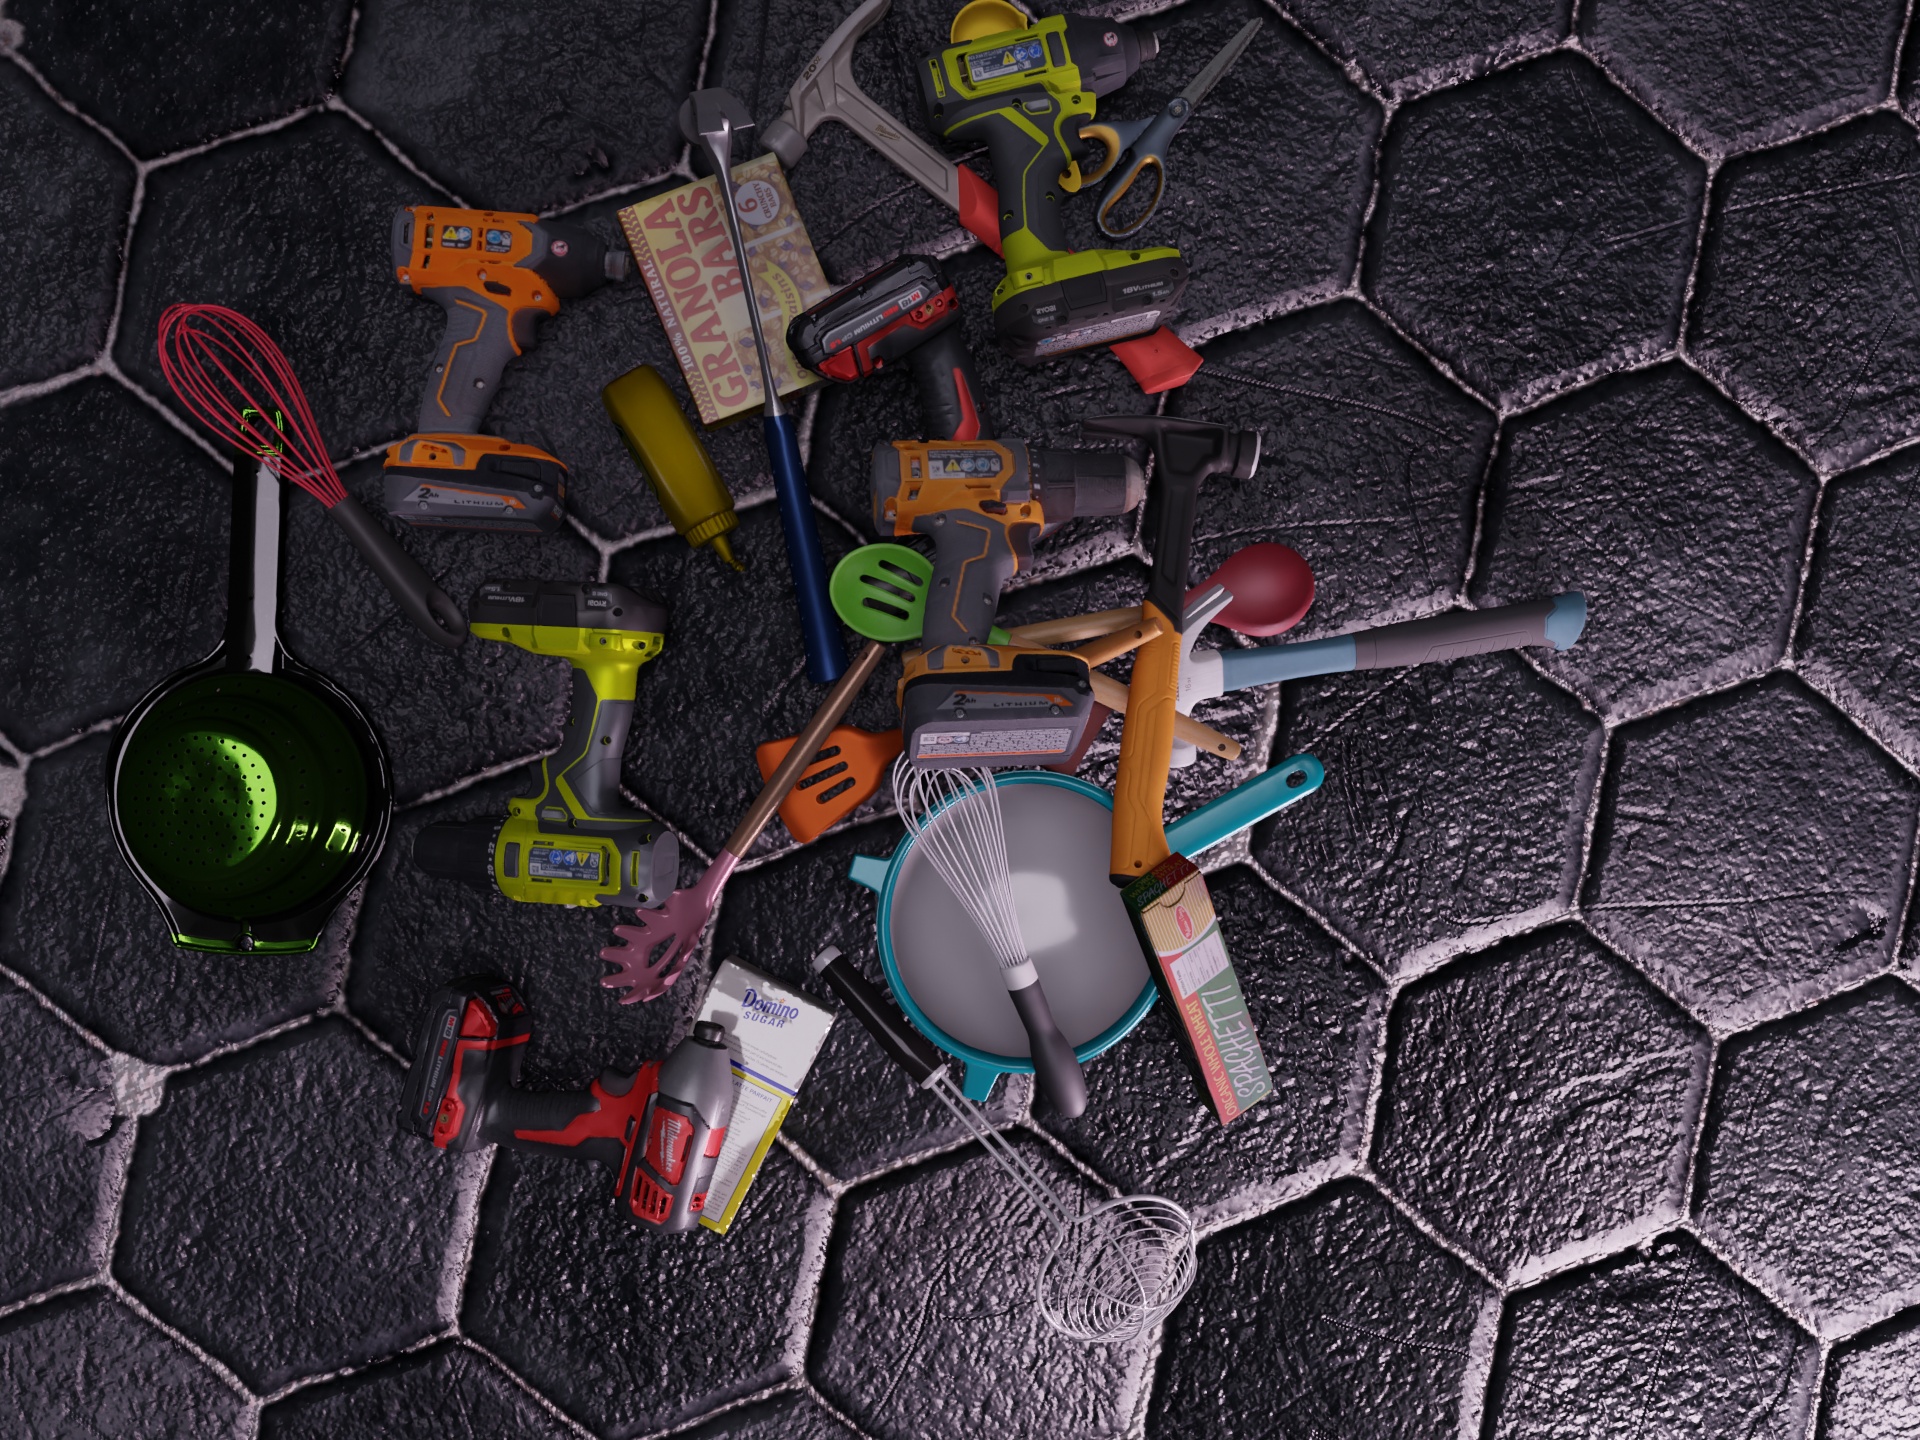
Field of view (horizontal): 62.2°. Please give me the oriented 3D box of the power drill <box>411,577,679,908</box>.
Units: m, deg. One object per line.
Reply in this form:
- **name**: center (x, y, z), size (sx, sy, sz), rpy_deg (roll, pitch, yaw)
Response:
- **power drill**: center (-0.294, 0.017, 1.128), size (0.190, 0.080, 0.228), rpy_deg (3, 91, 12)

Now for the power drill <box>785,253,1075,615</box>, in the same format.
- **power drill**: center (-0.039, -0.194, 1.128), size (0.188, 0.080, 0.226), rpy_deg (-31, 109, 0)

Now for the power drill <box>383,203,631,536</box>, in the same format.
- **power drill**: center (-0.323, -0.250, 1.132), size (0.164, 0.084, 0.226), rpy_deg (3, 86, -3)

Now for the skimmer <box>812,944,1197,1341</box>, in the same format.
- **skimmer**: center (0.025, 0.304, 1.171), size (0.127, 0.090, 0.363), rpy_deg (-44, 82, 1)

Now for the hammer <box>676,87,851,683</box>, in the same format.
- **hammer**: center (-0.129, -0.220, 1.090), size (0.035, 0.144, 0.405), rpy_deg (-14, 109, -10)

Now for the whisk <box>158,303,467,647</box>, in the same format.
- **whisk**: center (-0.449, -0.169, 1.119), size (0.073, 0.073, 0.295), rpy_deg (-38, 105, -2)

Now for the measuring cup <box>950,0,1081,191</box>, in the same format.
- **measuring cup**: center (0.045, -0.456, 1.175), size (0.062, 0.029, 0.156), rpy_deg (-30, 92, -2)

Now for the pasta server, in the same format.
- **pasta server**: center (-0.152, 0.072, 1.140), size (0.060, 0.040, 0.316), rpy_deg (38, 96, 27)

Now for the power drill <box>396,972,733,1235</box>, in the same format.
- **power drill**: center (-0.265, 0.256, 1.107), size (0.220, 0.078, 0.143), rpy_deg (16, 89, 12)

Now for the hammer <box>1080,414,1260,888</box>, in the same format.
- **hammer**: center (0.129, -0.051, 1.099), size (0.127, 0.034, 0.337), rpy_deg (8, 77, 1)

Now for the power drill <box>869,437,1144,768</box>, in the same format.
- **power drill**: center (0.038, -0.087, 1.041), size (0.185, 0.084, 0.226), rpy_deg (-2, 64, -6)

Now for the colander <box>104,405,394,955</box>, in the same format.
- **colander**: center (-0.510, -0.028, 1.113), size (0.204, 0.094, 0.397), rpy_deg (2, 90, -3)

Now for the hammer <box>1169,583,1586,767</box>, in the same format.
- **hammer**: center (0.301, -0.051, 1.173), size (0.331, 0.033, 0.128), rpy_deg (-9, 111, -6)

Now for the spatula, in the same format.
- **spatula**: center (-0.002, -0.004, 1.118), size (0.322, 0.041, 0.081), rpy_deg (-24, 91, 28)

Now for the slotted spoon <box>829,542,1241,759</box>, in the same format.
- **slotted spoon**: center (0.055, -0.041, 1.121), size (0.313, 0.031, 0.070), rpy_deg (25, 105, -4)

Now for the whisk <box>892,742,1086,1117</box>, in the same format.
- **whisk**: center (0.027, 0.140, 1.067), size (0.070, 0.070, 0.284), rpy_deg (-23, 99, -3)

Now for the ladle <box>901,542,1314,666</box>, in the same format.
- **ladle**: center (0.111, -0.075, 1.179), size (0.315, 0.031, 0.069), rpy_deg (-11, 93, -1)

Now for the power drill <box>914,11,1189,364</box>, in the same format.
- **power drill**: center (0.076, -0.379, 1.118), size (0.171, 0.080, 0.223), rpy_deg (-14, 87, -2)

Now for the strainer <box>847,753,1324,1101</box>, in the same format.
- **strainer**: center (0.099, 0.108, 1.144), size (0.340, 0.095, 0.211), rpy_deg (-28, 94, -5)

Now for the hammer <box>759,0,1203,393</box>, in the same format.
- **hammer**: center (0.035, -0.372, 1.171), size (0.359, 0.037, 0.149), rpy_deg (38, 88, -2)
